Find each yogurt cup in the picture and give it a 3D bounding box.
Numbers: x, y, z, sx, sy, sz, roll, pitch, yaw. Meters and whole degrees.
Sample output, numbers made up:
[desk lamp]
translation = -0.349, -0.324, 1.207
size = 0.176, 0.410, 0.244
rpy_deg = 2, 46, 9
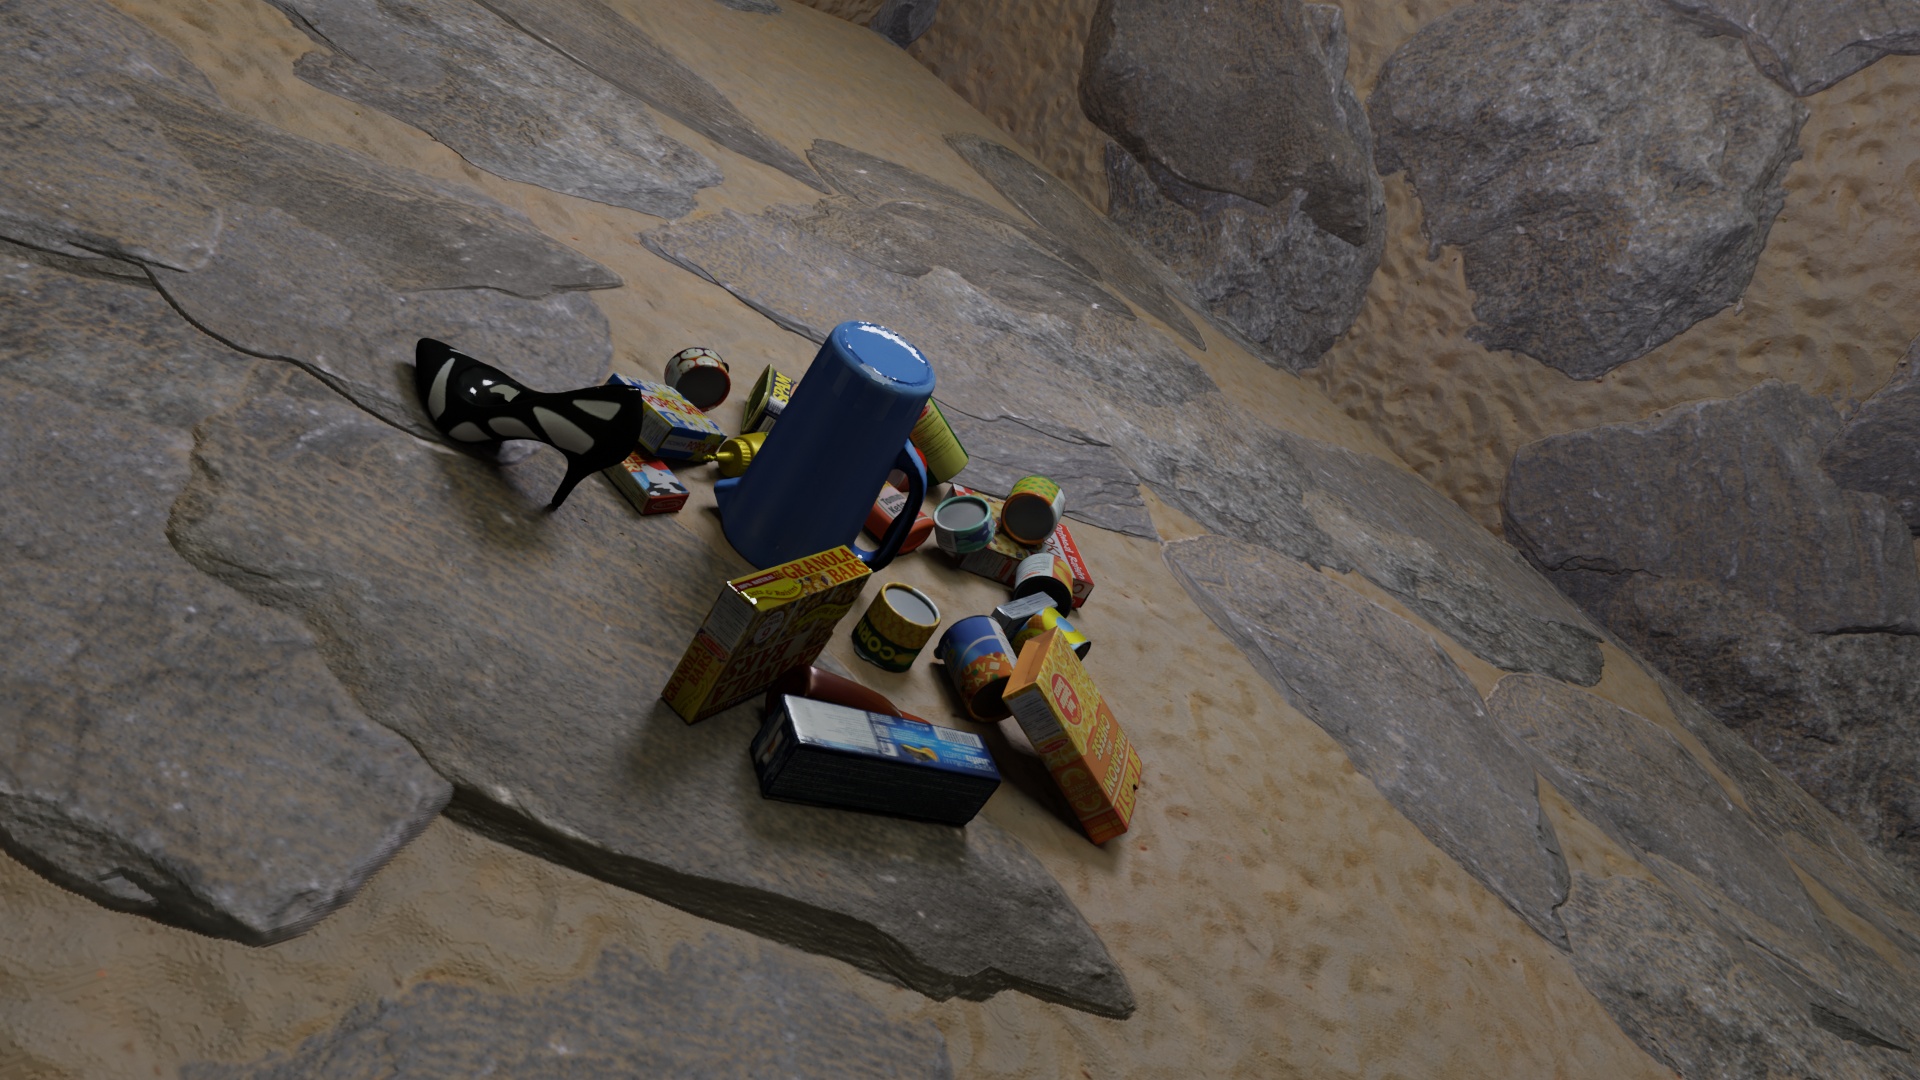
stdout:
[yogurt cup]
translation = -0.075, -0.085, 1.593
size = 0.072, 0.072, 0.054
rpy_deg = 47, 20, 26

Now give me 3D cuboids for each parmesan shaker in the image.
[parmesan shaker]
translation = -0.045, -0.121, 1.649
size = 0.102, 0.071, 0.071
rpy_deg = 57, 16, -23

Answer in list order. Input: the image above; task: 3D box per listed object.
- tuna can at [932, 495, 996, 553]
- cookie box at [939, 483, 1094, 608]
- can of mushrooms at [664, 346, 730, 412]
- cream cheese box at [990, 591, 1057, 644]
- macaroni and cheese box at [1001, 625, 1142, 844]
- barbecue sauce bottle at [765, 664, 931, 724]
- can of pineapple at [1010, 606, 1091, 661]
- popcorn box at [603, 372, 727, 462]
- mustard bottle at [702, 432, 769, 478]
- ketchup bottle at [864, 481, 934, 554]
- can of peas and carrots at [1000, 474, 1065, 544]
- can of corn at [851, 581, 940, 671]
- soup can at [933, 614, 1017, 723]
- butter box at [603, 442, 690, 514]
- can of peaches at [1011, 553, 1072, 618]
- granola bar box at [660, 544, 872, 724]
[tuna can]
translation = 0.005, -0.019, 1.534
size = 0.071, 0.032, 0.071
rpy_deg = -6, 38, 5
[cookie box]
translation = 0.065, 0.007, 1.625
size = 0.167, 0.040, 0.123
rpy_deg = 20, 29, -26
[can of mushrooms]
translation = -0.280, -0.173, 1.495
size = 0.071, 0.070, 0.033
rpy_deg = 14, 32, -36
[cream cheese box]
translation = 0.059, 0.087, 1.456
size = 0.024, 0.053, 0.104
rpy_deg = 42, 26, 20
[macaroni and cheese box]
translation = 0.108, 0.178, 1.289
size = 0.166, 0.040, 0.124
rpy_deg = 58, 22, -11
[barbecue sauce bottle]
translation = -0.088, 0.148, 1.166
size = 0.148, 0.064, 0.044
rpy_deg = 26, 46, -36
[can of pineapple]
translation = 0.092, 0.111, 1.439
size = 0.058, 0.070, 0.071
rpy_deg = 43, 26, 19
[popcorn box]
translation = -0.296, -0.120, 1.379
size = 0.085, 0.038, 0.127
rpy_deg = 40, 9, 12
[mustard bottle]
translation = -0.203, -0.084, 1.452
size = 0.160, 0.048, 0.065
rpy_deg = -1, 40, -51
[ketchup bottle]
translation = -0.100, -0.048, 1.520
size = 0.149, 0.043, 0.065
rpy_deg = 42, 32, 18
[can of peas and carrots]
translation = 0.081, -0.036, 1.596
size = 0.071, 0.070, 0.059
rpy_deg = 33, 26, -1
[can of corn]
translation = -0.062, 0.082, 1.315
size = 0.071, 0.058, 0.071
rpy_deg = 27, 25, -14
[soup can]
translation = 0.020, 0.125, 1.333
size = 0.071, 0.071, 0.084
rpy_deg = 16, 31, -34
[butter box]
translation = -0.310, -0.068, 1.324
size = 0.104, 0.024, 0.053
rpy_deg = 45, 27, 22
[can of peaches]
translation = 0.092, 0.057, 1.540
size = 0.071, 0.071, 0.058
rpy_deg = 30, 25, -9
[granola bar box]
translation = -0.155, 0.074, 1.137
size = 0.039, 0.123, 0.166
rpy_deg = 42, 26, 15
